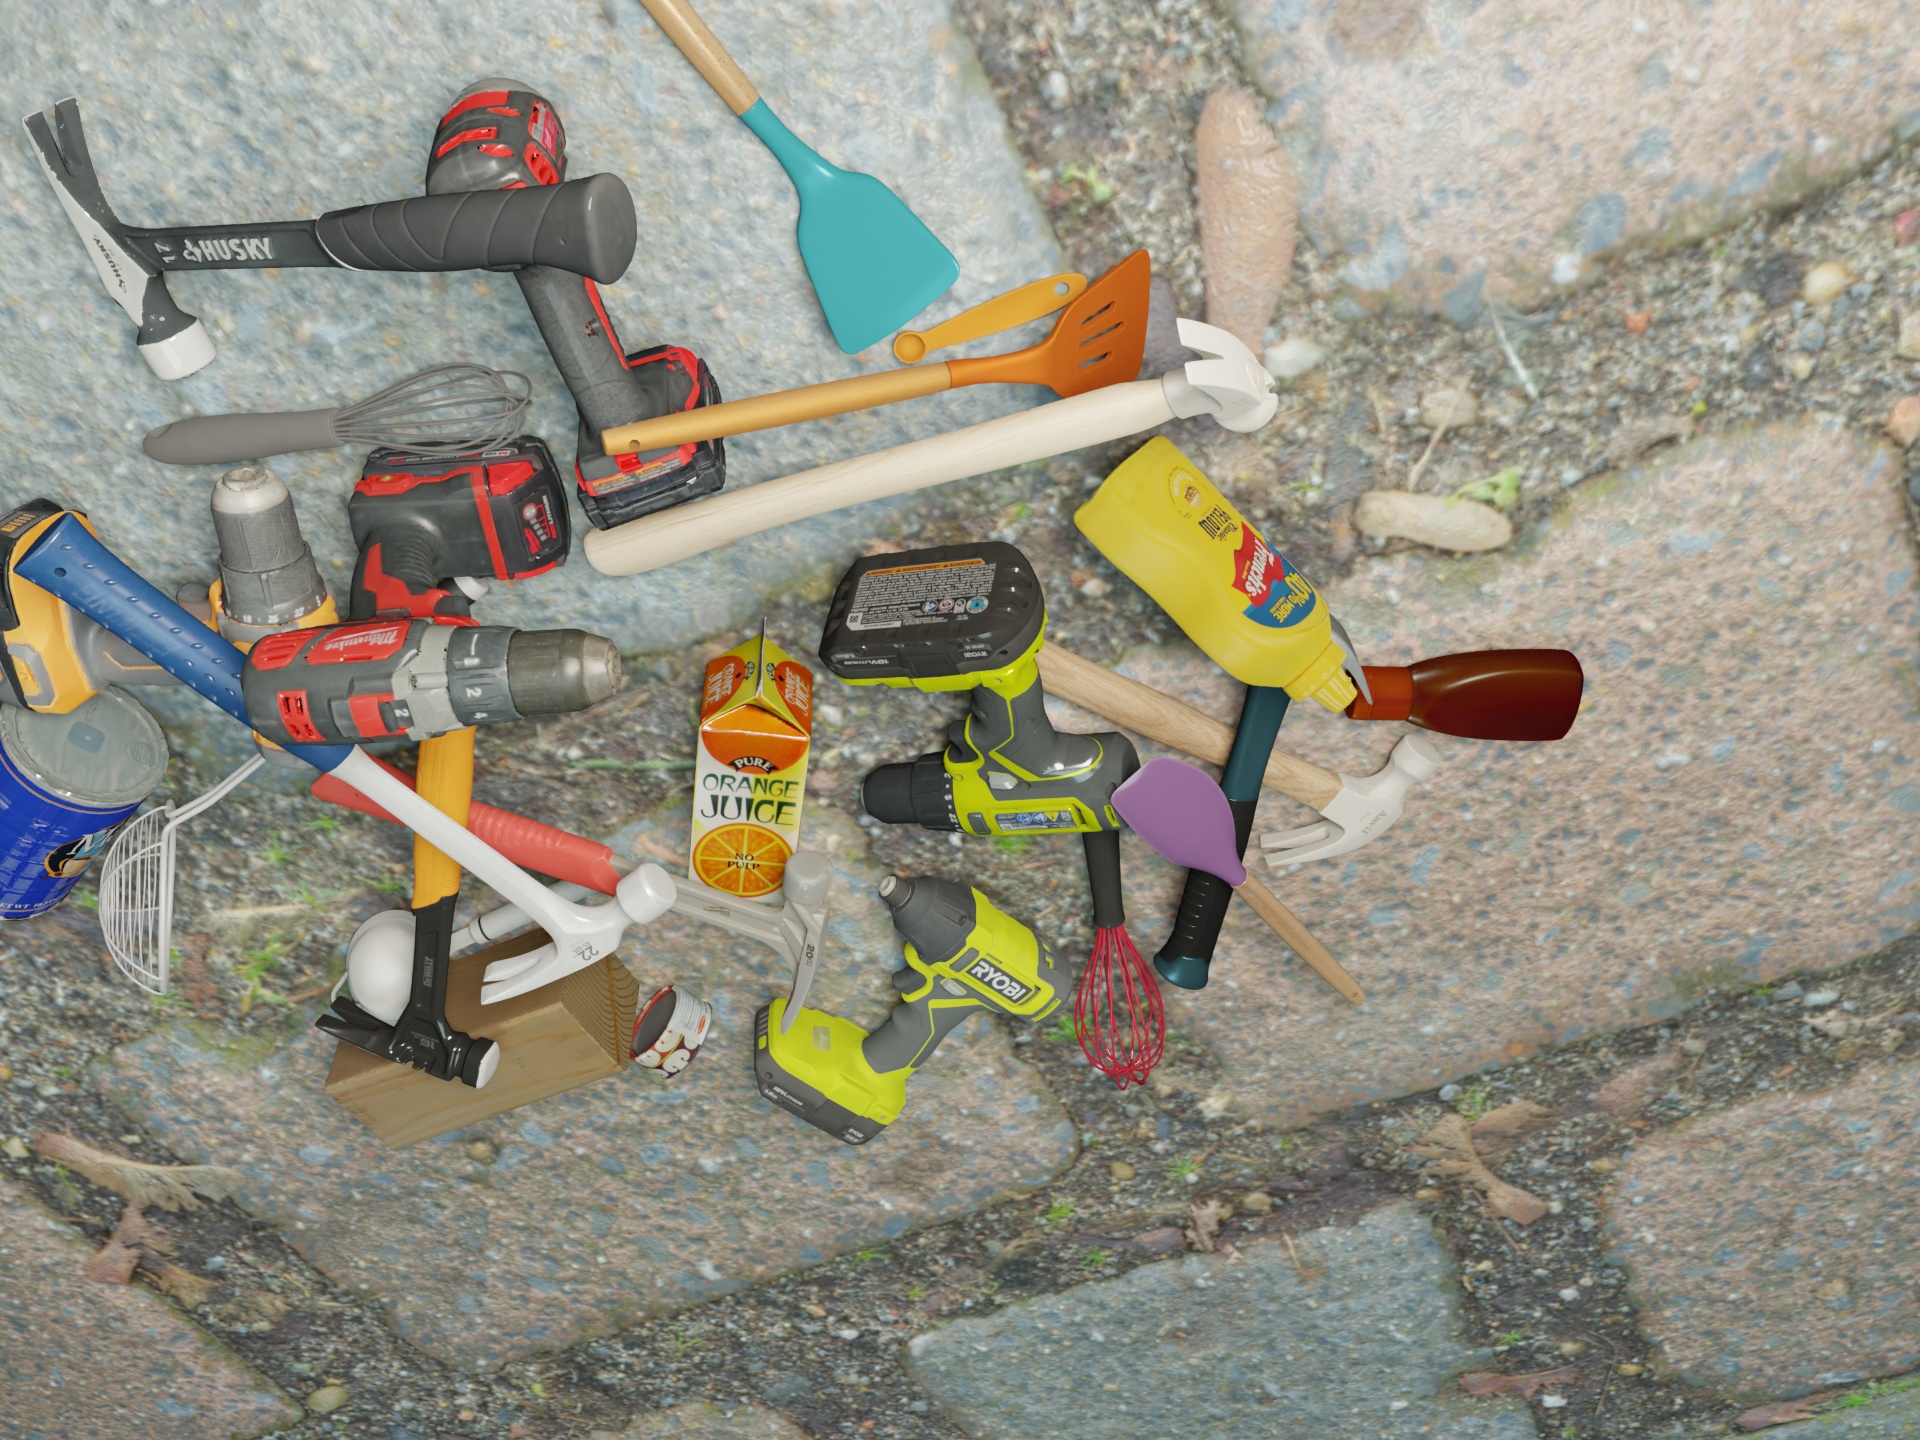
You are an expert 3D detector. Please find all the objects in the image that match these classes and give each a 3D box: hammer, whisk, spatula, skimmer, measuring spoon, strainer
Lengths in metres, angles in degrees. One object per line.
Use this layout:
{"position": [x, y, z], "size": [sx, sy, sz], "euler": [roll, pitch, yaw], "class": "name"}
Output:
{"position": [0.184, 0.059, 1.080], "size": [0.128, 0.033, 0.330], "euler": [6, 126, -5], "class": "hammer"}
{"position": [0.158, 0.010, 1.083], "size": [0.331, 0.031, 0.130], "euler": [23, 123, -18], "class": "hammer"}
{"position": [-0.263, 0.099, 1.070], "size": [0.359, 0.037, 0.149], "euler": [18, 127, 5], "class": "hammer"}
{"position": [-0.360, -0.172, 0.919], "size": [0.239, 0.055, 0.055], "euler": [-5, 128, 7], "class": "whisk"}
{"position": [-0.356, 0.032, 0.925], "size": [0.144, 0.035, 0.405], "euler": [-35, 124, 15], "class": "hammer"}
{"position": [-0.124, -0.330, 0.805], "size": [0.082, 0.044, 0.317], "euler": [-30, 122, 24], "class": "spatula"}
{"position": [0.112, 0.162, 1.184], "size": [0.073, 0.073, 0.295], "euler": [-7, 122, 3], "class": "whisk"}
{"position": [-0.034, -0.184, 0.852], "size": [0.322, 0.041, 0.081], "euler": [-15, 132, -17], "class": "spatula"}
{"position": [-0.428, 0.036, 1.039], "size": [0.363, 0.127, 0.090], "euler": [-38, 130, 8], "class": "skimmer"}
{"position": [-0.303, -0.230, 0.749], "size": [0.409, 0.036, 0.149], "euler": [9, 134, 35], "class": "hammer"}
{"position": [0.017, -0.232, 0.909], "size": [0.117, 0.011, 0.021], "euler": [-19, 126, 8], "class": "measuring spoon"}
{"position": [-0.351, 0.096, 1.045], "size": [0.127, 0.034, 0.336], "euler": [19, 119, 4], "class": "hammer"}
{"position": [-0.038, -0.141, 0.883], "size": [0.410, 0.146, 0.038], "euler": [-12, 87, 22], "class": "hammer"}
{"position": [-0.358, 0.155, 1.159], "size": [0.258, 0.050, 0.087], "euler": [-24, 81, 5], "class": "strainer"}
{"position": [0.205, 0.119, 1.092], "size": [0.060, 0.018, 0.315], "euler": [-41, 126, 7], "class": "spatula"}

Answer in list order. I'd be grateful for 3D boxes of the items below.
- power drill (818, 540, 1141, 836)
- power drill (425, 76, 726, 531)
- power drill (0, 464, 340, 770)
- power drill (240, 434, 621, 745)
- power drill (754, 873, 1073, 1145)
{"position": [-0.002, -0.003, 1.014], "size": [0.190, 0.080, 0.228], "euler": [-4, 141, 21], "class": "power drill"}
{"position": [-0.201, -0.222, 0.832], "size": [0.078, 0.143, 0.219], "euler": [-18, 133, 6], "class": "power drill"}
{"position": [-0.469, -0.072, 0.932], "size": [0.226, 0.084, 0.185], "euler": [10, 126, 11], "class": "power drill"}
{"position": [-0.272, -0.071, 0.881], "size": [0.188, 0.227, 0.080], "euler": [-4, 128, 1], "class": "power drill"}
{"position": [-0.049, 0.213, 1.206], "size": [0.171, 0.080, 0.223], "euler": [36, 114, -27], "class": "power drill"}
